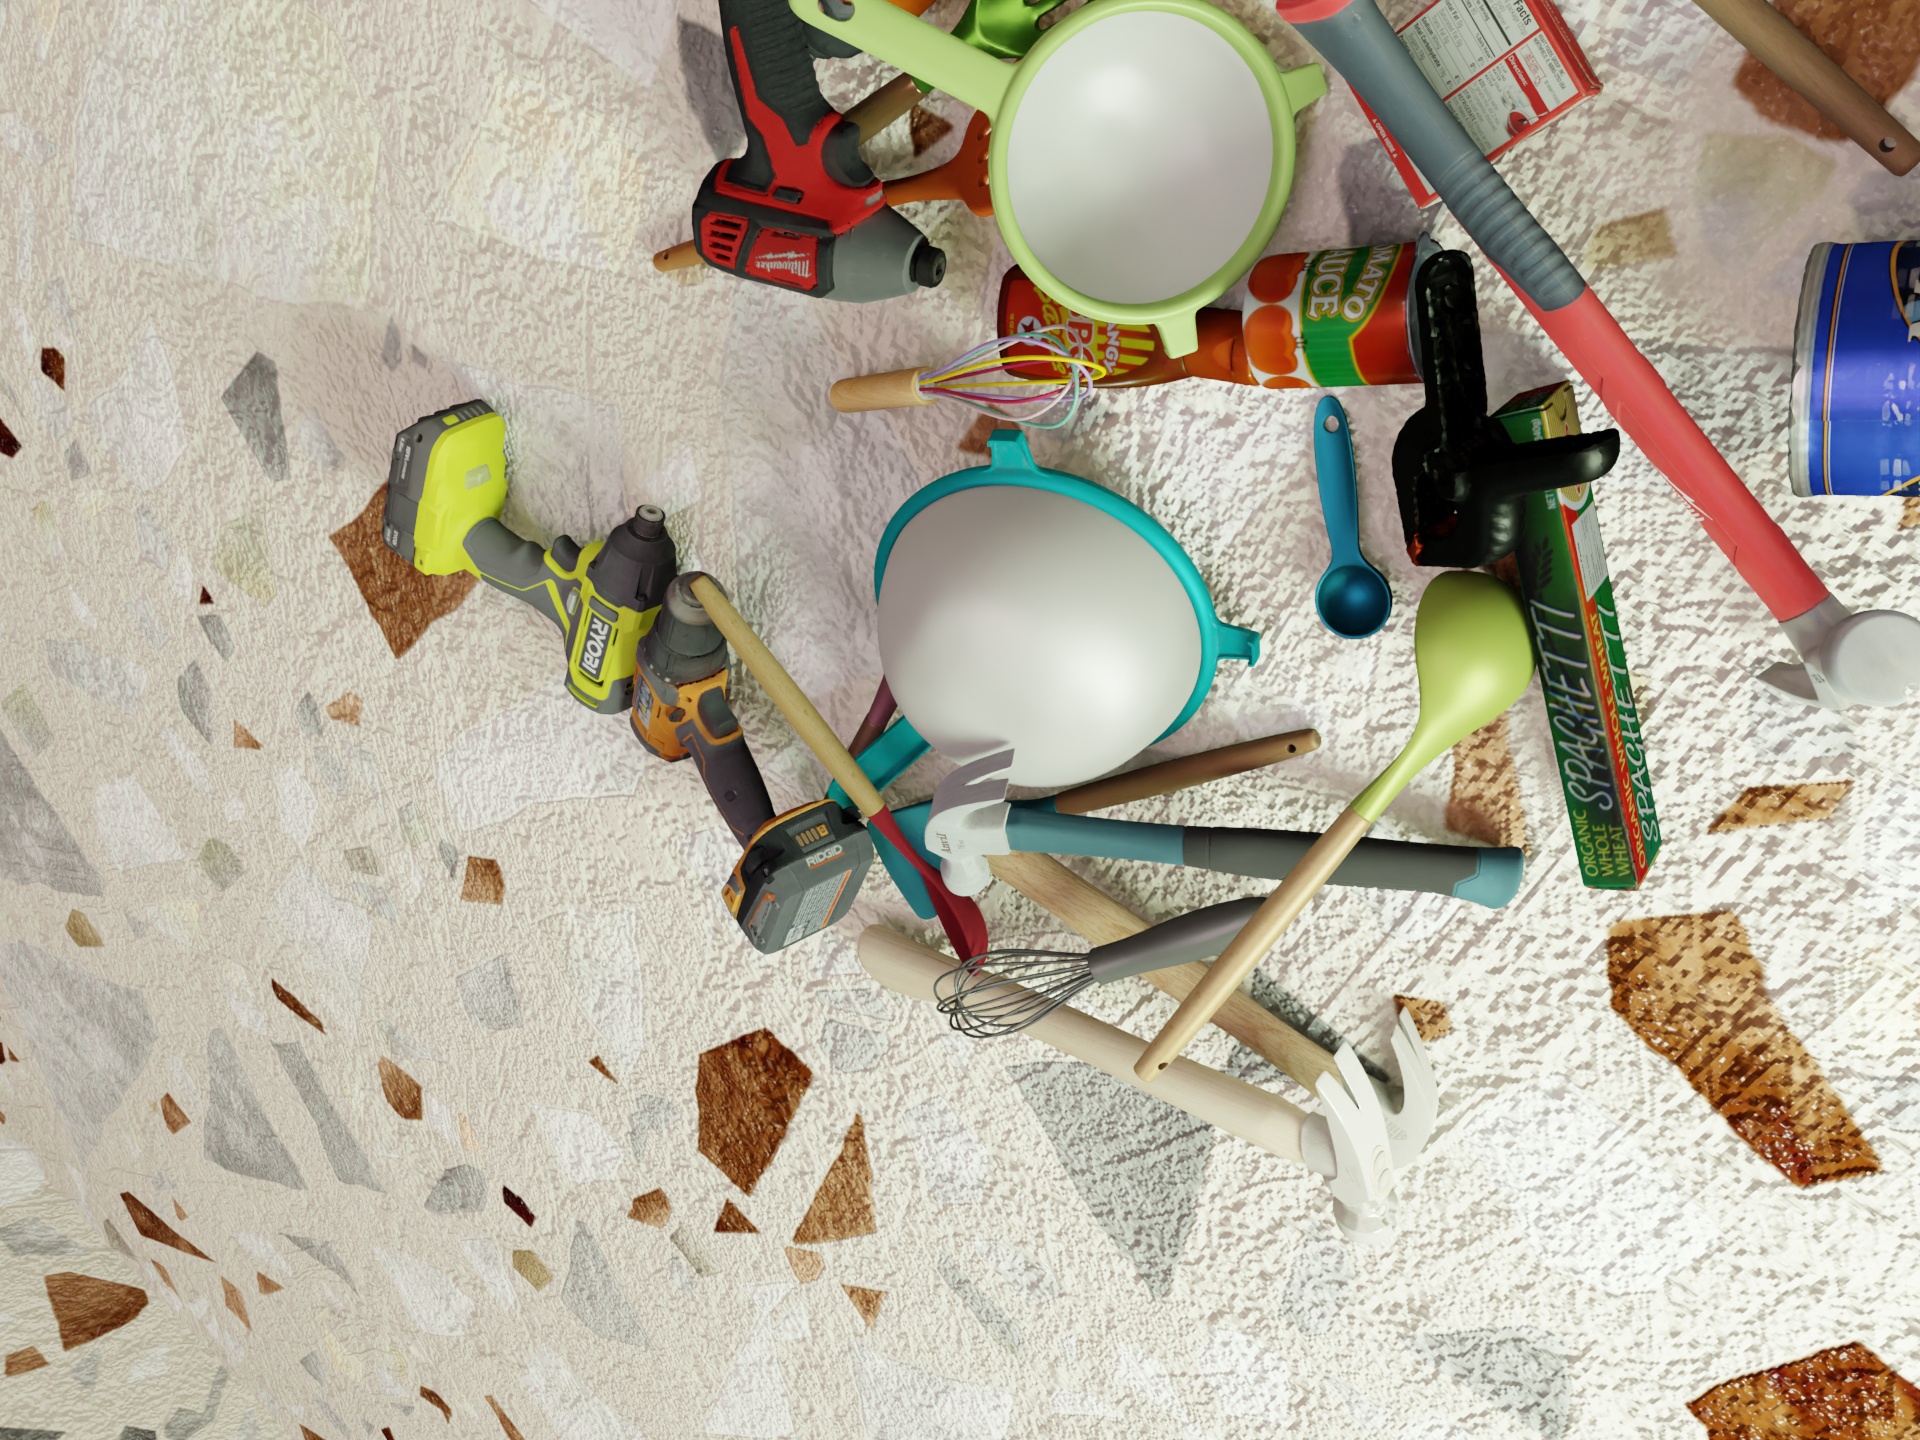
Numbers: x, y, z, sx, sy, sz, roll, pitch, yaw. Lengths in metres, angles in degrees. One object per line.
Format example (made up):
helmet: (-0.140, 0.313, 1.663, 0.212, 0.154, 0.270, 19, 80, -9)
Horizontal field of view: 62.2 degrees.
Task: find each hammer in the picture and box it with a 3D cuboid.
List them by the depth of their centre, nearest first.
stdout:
hammer: (0.267, -0.169, 0.691, 0.038, 0.143, 0.386, -37, 85, 12)
hammer: (0.140, 0.072, 0.894, 0.331, 0.033, 0.128, 4, 147, 14)
hammer: (0.145, 0.161, 0.979, 0.331, 0.031, 0.130, 35, 126, 7)
hammer: (0.081, 0.197, 1.009, 0.411, 0.038, 0.146, 16, 140, 41)

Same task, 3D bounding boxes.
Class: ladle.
ladle: (0.184, 0.061, 0.825, 0.320, 0.078, 0.062, -54, 40, 16)
ladle: (-0.069, 0.036, 0.990, 0.315, 0.031, 0.069, 54, 171, -19)

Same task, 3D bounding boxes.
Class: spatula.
spatula: (-0.072, -0.300, 0.918, 0.323, 0.041, 0.081, -2, 88, 38)
spatula: (0.079, 0.054, 0.987, 0.317, 0.044, 0.082, -19, 106, 39)

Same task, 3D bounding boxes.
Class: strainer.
strainer: (0.035, -0.293, 0.765, 0.256, 0.069, 0.151, 21, 107, -17)
strainer: (-0.002, -0.003, 0.946, 0.211, 0.095, 0.340, 39, 135, -11)

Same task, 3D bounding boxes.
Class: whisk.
whisk: (-0.004, -0.186, 0.886, 0.245, 0.047, 0.051, 11, 123, 56)
whisk: (0.082, 0.143, 0.943, 0.239, 0.055, 0.055, -23, 99, 31)

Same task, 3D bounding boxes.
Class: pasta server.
pasta server: (-0.060, 0.013, 1.080, 0.060, 0.040, 0.316, 40, 134, 12)

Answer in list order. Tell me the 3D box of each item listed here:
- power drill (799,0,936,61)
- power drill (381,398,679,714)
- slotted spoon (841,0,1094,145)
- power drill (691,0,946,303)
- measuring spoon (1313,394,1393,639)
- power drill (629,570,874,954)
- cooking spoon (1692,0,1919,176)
power drill: (-0.082, -0.463, 0.817, 0.164, 0.084, 0.226, -26, 100, 42)
power drill: (-0.304, -0.128, 1.151, 0.223, 0.080, 0.171, 34, 129, 12)
slotted spoon: (-0.040, -0.334, 0.856, 0.314, 0.031, 0.070, -18, 106, 43)
power drill: (-0.072, -0.320, 0.811, 0.143, 0.078, 0.219, 20, 134, 18)
measuring spoon: (0.205, -0.107, 0.838, 0.042, 0.021, 0.128, -2, 102, 37)
power drill: (-0.147, 0.023, 1.064, 0.226, 0.084, 0.185, 56, 151, 18)
cooking spoon: (0.277, -0.339, 0.662, 0.319, 0.017, 0.068, 47, 132, 8)
